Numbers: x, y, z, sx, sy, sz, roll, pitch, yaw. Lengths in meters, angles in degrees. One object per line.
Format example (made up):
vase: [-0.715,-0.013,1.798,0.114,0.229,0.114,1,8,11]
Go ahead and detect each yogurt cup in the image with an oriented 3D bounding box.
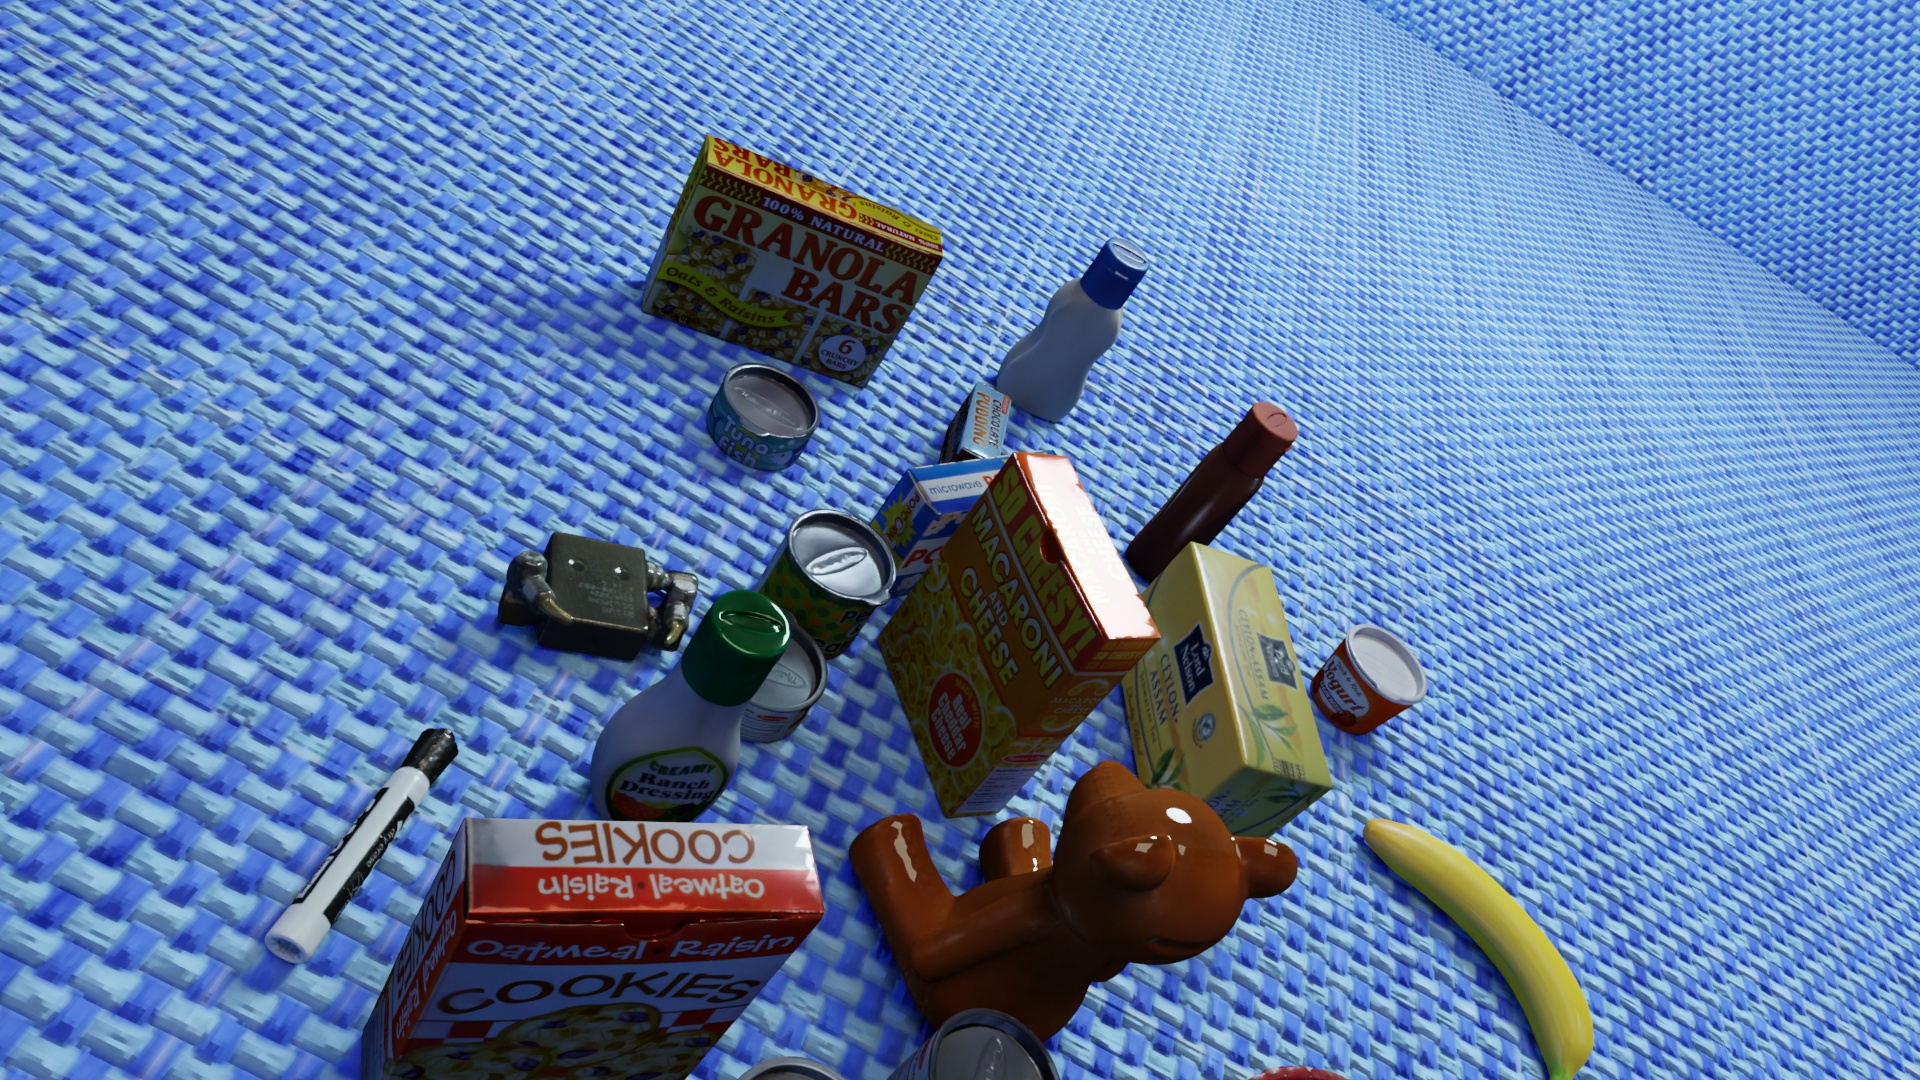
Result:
yogurt cup: [0.286,0.101,0.982,0.072,0.053,0.073,21,41,-19]

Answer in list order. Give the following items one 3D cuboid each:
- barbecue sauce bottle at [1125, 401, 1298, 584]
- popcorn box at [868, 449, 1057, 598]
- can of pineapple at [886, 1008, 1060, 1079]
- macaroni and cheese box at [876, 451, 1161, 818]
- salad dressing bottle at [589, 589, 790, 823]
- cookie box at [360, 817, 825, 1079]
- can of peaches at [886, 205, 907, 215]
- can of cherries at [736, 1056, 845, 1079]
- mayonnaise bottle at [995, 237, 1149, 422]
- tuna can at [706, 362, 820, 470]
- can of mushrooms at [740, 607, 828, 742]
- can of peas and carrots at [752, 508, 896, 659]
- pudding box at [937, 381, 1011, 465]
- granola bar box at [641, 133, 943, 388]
barbecue sauce bottle: [0.175,-0.032,0.961,0.044,0.147,0.065,47,39,13]
popcorn box: [0.003,-0.011,0.862,0.127,0.084,0.038,-11,57,-43]
can of pineapple: [0.004,0.251,0.613,0.071,0.057,0.071,21,40,-19]
macaroni and cheese box: [0.024,0.053,0.746,0.040,0.165,0.124,3,49,-35]
salad dressing bottle: [-0.121,0.080,0.625,0.064,0.147,0.044,13,43,-26]
cookie box: [-0.139,0.161,0.511,0.123,0.166,0.040,8,46,-31]
can of peaches: [-0.058,-0.208,1.044,0.071,0.057,0.071,21,40,-19]
can of cherries: [-0.074,0.252,0.553,0.071,0.058,0.072,21,40,-19]
mayonnaise bottle: [0.085,-0.155,1.023,0.065,0.147,0.041,26,39,-13]
tuna can: [-0.125,-0.077,0.877,0.071,0.032,0.071,20,41,-19]
can of mushrooms: [-0.106,0.070,0.738,0.071,0.033,0.071,20,41,-19]
can of peas and carrots: [-0.076,0.027,0.785,0.071,0.058,0.071,21,40,-19]
pudding box: [0.008,-0.065,0.950,0.030,0.049,0.084,27,39,-11]
granola bar box: [-0.112,-0.180,0.921,0.165,0.123,0.039,17,42,-22]
